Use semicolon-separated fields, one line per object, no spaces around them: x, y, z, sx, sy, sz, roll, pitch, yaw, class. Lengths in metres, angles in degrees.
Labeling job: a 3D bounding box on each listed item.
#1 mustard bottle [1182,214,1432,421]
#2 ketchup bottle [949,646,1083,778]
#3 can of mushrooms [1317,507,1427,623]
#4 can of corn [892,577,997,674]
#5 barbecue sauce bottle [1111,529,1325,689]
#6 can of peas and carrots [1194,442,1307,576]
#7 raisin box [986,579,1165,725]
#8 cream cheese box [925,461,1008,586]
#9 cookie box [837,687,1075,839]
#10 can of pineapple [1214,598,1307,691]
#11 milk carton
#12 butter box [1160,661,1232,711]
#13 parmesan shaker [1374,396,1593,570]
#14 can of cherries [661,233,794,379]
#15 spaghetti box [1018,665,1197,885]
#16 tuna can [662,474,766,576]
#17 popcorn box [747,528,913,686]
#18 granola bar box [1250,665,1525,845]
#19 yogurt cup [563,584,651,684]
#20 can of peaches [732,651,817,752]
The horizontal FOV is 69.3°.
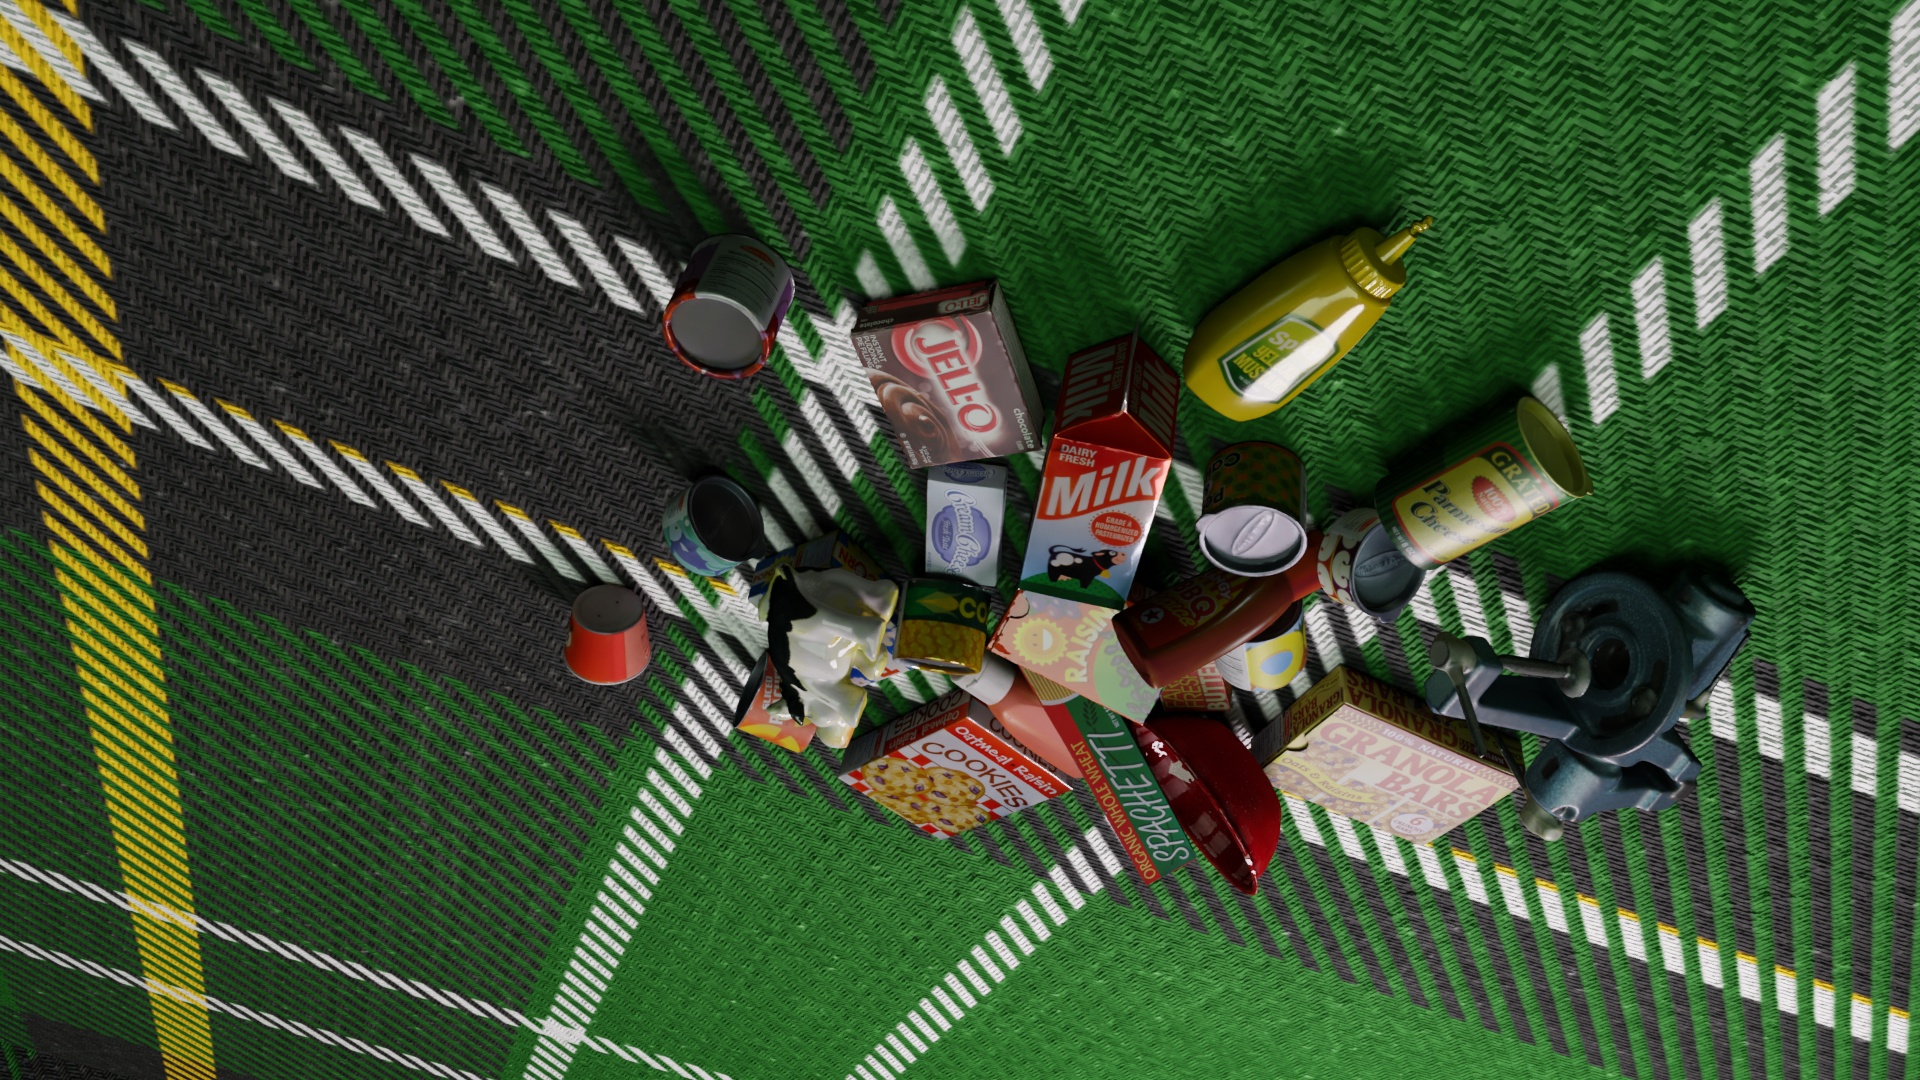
0.193;-0.128;0.765;0.065;0.049;0.159;30;136;-21;mustard bottle
0.058;0.131;1.091;0.148;0.044;0.064;35;125;-23;ketchup bottle
0.264;0.015;0.891;0.071;0.071;0.033;44;171;-31;can of mushrooms
-0.011;0.063;1.002;0.071;0.058;0.071;8;166;2;can of corn
0.177;0.041;0.914;0.149;0.065;0.043;-27;122;-4;barbecue sauce bottle
0.184;-0.021;0.880;0.071;0.059;0.070;7;138;7;can of peas and carrots
0.093;0.064;0.976;0.123;0.040;0.085;27;115;-1;raisin box
0.003;-0.012;0.960;0.053;0.024;0.103;7;139;4;cream cheese box
-0.002;0.189;1.174;0.123;0.040;0.167;37;134;-25;cookie box
0.207;0.061;0.961;0.071;0.071;0.057;-2;137;16;can of pineapple
0.088;-0.046;0.865;0.073;0.073;0.189;12;139;1;milk carton
0.168;0.088;1.031;0.053;0.024;0.103;-5;136;19;butter box
0.311;-0.030;0.831;0.071;0.072;0.102;34;134;-22;parmesan shaker
-0.139;-0.137;0.829;0.071;0.059;0.071;7;138;6;can of cherries
0.113;0.166;1.073;0.050;0.029;0.249;-29;115;1;spaghetti box
-0.172;-0.008;0.974;0.032;0.071;0.071;-27;125;37;tuna can
-0.086;0.055;1.045;0.085;0.038;0.126;-21;129;33;popcorn box
0.327;0.170;1.071;0.165;0.039;0.123;23;137;-12;granola bar box
-0.278;0.072;1.094;0.072;0.073;0.053;13;131;0;yogurt cup
-0.143;0.131;1.121;0.058;0.071;0.071;25;137;-15;can of peaches
